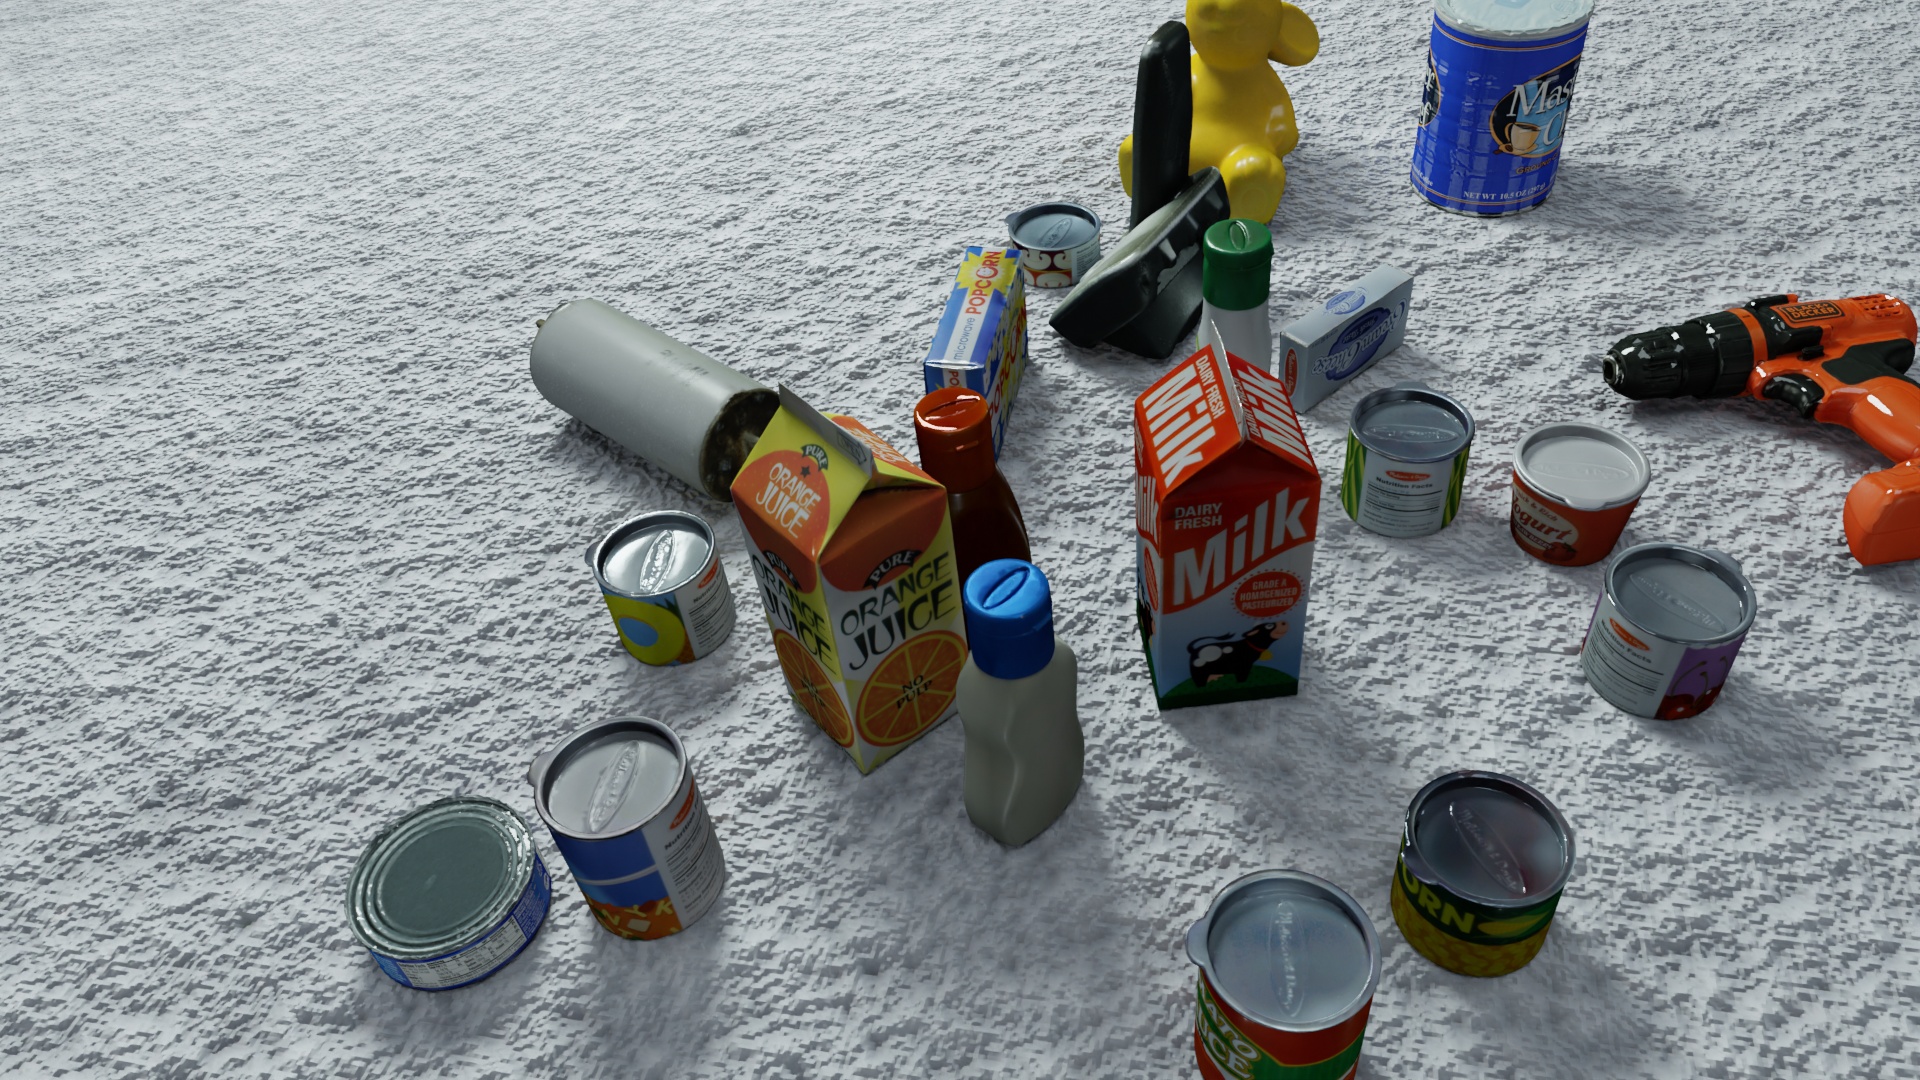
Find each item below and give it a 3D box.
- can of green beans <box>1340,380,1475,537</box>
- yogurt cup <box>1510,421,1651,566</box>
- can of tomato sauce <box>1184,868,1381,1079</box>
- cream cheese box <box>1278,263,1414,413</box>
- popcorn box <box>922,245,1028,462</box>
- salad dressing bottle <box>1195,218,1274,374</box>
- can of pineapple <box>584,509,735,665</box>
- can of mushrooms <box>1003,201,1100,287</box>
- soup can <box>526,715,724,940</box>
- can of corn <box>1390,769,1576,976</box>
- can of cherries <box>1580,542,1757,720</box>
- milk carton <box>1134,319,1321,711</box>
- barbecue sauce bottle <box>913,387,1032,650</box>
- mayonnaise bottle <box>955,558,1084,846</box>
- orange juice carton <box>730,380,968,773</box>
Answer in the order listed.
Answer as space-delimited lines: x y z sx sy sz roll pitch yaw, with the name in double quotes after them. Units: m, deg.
0.249 -0.044 0.776 0.071 0.057 0.071 -4 43 4 "can of green beans"
0.329 -0.023 0.747 0.072 0.053 0.073 -4 43 4 "yogurt cup"
0.123 0.179 0.540 0.071 0.082 0.071 -4 43 4 "can of tomato sauce"
0.240 -0.127 0.868 0.104 0.053 0.024 -33 49 -25 "cream cheese box"
0.012 -0.112 0.859 0.038 0.084 0.127 5 45 12 "popcorn box"
0.156 -0.112 0.795 0.044 0.146 0.064 -2 44 6 "salad dressing bottle"
-0.162 0.026 0.757 0.071 0.057 0.071 -4 43 4 "can of pineapple"
0.066 -0.213 0.996 0.071 0.033 0.071 -4 43 4 "can of mushrooms"
-0.149 0.130 0.627 0.071 0.083 0.072 -4 43 4 "soup can"
0.216 0.142 0.586 0.071 0.058 0.071 -4 43 4 "can of corn"
0.343 0.043 0.672 0.071 0.058 0.072 -4 43 4 "can of cherries"
0.123 -0.008 0.659 0.073 0.189 0.073 -7 43 0 "milk carton"
0.003 -0.009 0.706 0.065 0.147 0.044 -19 45 -12 "barbecue sauce bottle"
0.026 0.072 0.619 0.041 0.147 0.065 27 53 31 "mayonnaise bottle"
-0.050 0.014 0.657 0.073 0.191 0.072 -32 49 -24 "orange juice carton"
